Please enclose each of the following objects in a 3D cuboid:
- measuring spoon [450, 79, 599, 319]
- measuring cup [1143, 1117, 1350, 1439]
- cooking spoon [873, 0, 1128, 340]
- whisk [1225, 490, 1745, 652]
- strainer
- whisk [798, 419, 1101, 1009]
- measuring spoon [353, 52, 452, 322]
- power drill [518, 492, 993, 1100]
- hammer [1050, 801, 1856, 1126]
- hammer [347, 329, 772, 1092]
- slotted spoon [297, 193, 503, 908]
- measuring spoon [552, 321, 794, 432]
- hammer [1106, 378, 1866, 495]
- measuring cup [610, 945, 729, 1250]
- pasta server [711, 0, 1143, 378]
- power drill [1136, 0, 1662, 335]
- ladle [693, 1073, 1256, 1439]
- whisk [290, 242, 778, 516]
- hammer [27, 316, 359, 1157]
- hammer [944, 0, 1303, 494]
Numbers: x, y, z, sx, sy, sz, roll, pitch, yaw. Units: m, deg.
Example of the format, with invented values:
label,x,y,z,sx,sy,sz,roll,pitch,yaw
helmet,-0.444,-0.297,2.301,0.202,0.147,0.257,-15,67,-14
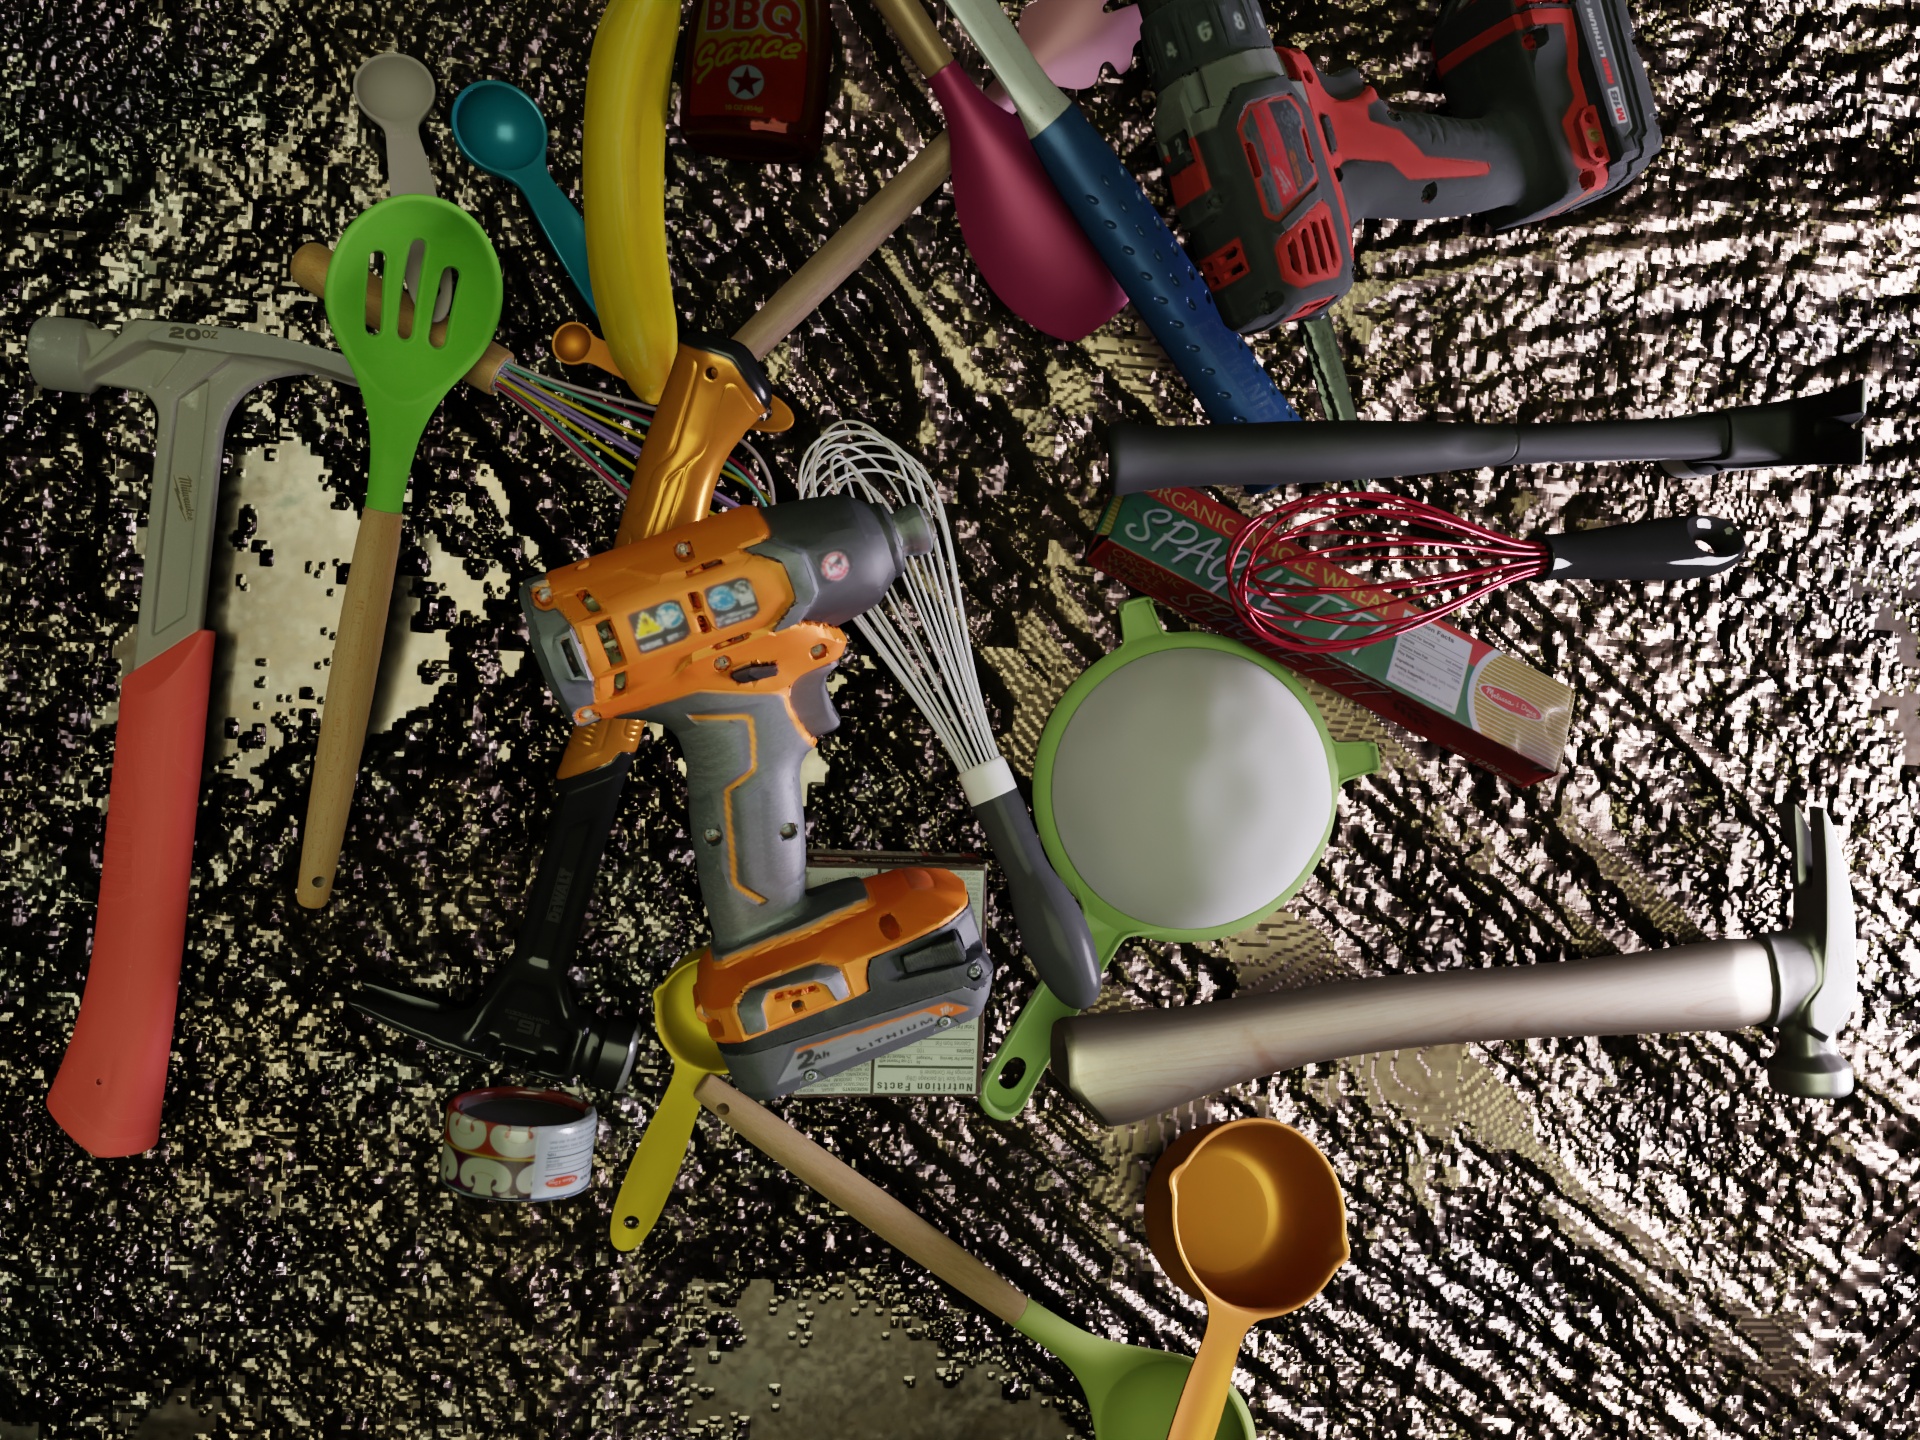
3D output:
label,x,y,z,sx,sy,sz,roll,pitch,yaw
measuring spoon,-0.185,-0.224,0.716,0.042,0.021,0.128,-40,107,-28
measuring cup,0.115,0.270,0.736,0.095,0.052,0.174,25,72,-9
cooking spoon,-0.024,-0.304,0.686,0.069,0.017,0.318,-38,110,-1
whisk,0.252,-0.075,0.737,0.295,0.073,0.073,-6,94,-22
strainer,0.085,0.078,0.736,0.151,0.069,0.256,32,87,-8
whisk,0.000,-0.003,0.711,0.070,0.070,0.284,-24,88,-6
measuring spoon,-0.239,-0.231,0.696,0.034,0.018,0.124,-10,84,-13
power drill,-0.063,0.023,0.651,0.164,0.084,0.226,-21,105,-7
hammer,0.242,0.126,0.755,0.410,0.038,0.146,-4,92,-13
hammer,-0.159,-0.004,0.685,0.127,0.034,0.337,18,102,-8
slotted spoon,-0.255,-0.066,0.684,0.070,0.031,0.313,8,103,-30
measuring spoon,-0.129,-0.153,0.715,0.117,0.011,0.021,20,90,5
hammer,0.225,-0.121,0.700,0.334,0.146,0.035,-3,96,-9
measuring cup,-0.130,0.175,0.740,0.062,0.029,0.156,22,101,-9
pasta server,-0.015,-0.251,0.731,0.316,0.040,0.060,-44,97,1
power drill,0.181,-0.286,0.699,0.226,0.080,0.188,-21,96,-21
ladle,0.007,0.264,0.731,0.320,0.062,0.078,38,101,-10
whisk,-0.184,-0.143,0.710,0.245,0.051,0.047,29,54,-4
hammer,-0.339,0.009,0.695,0.149,0.037,0.359,6,91,-8
hammer,0.037,-0.272,0.687,0.144,0.035,0.405,-46,111,-17
